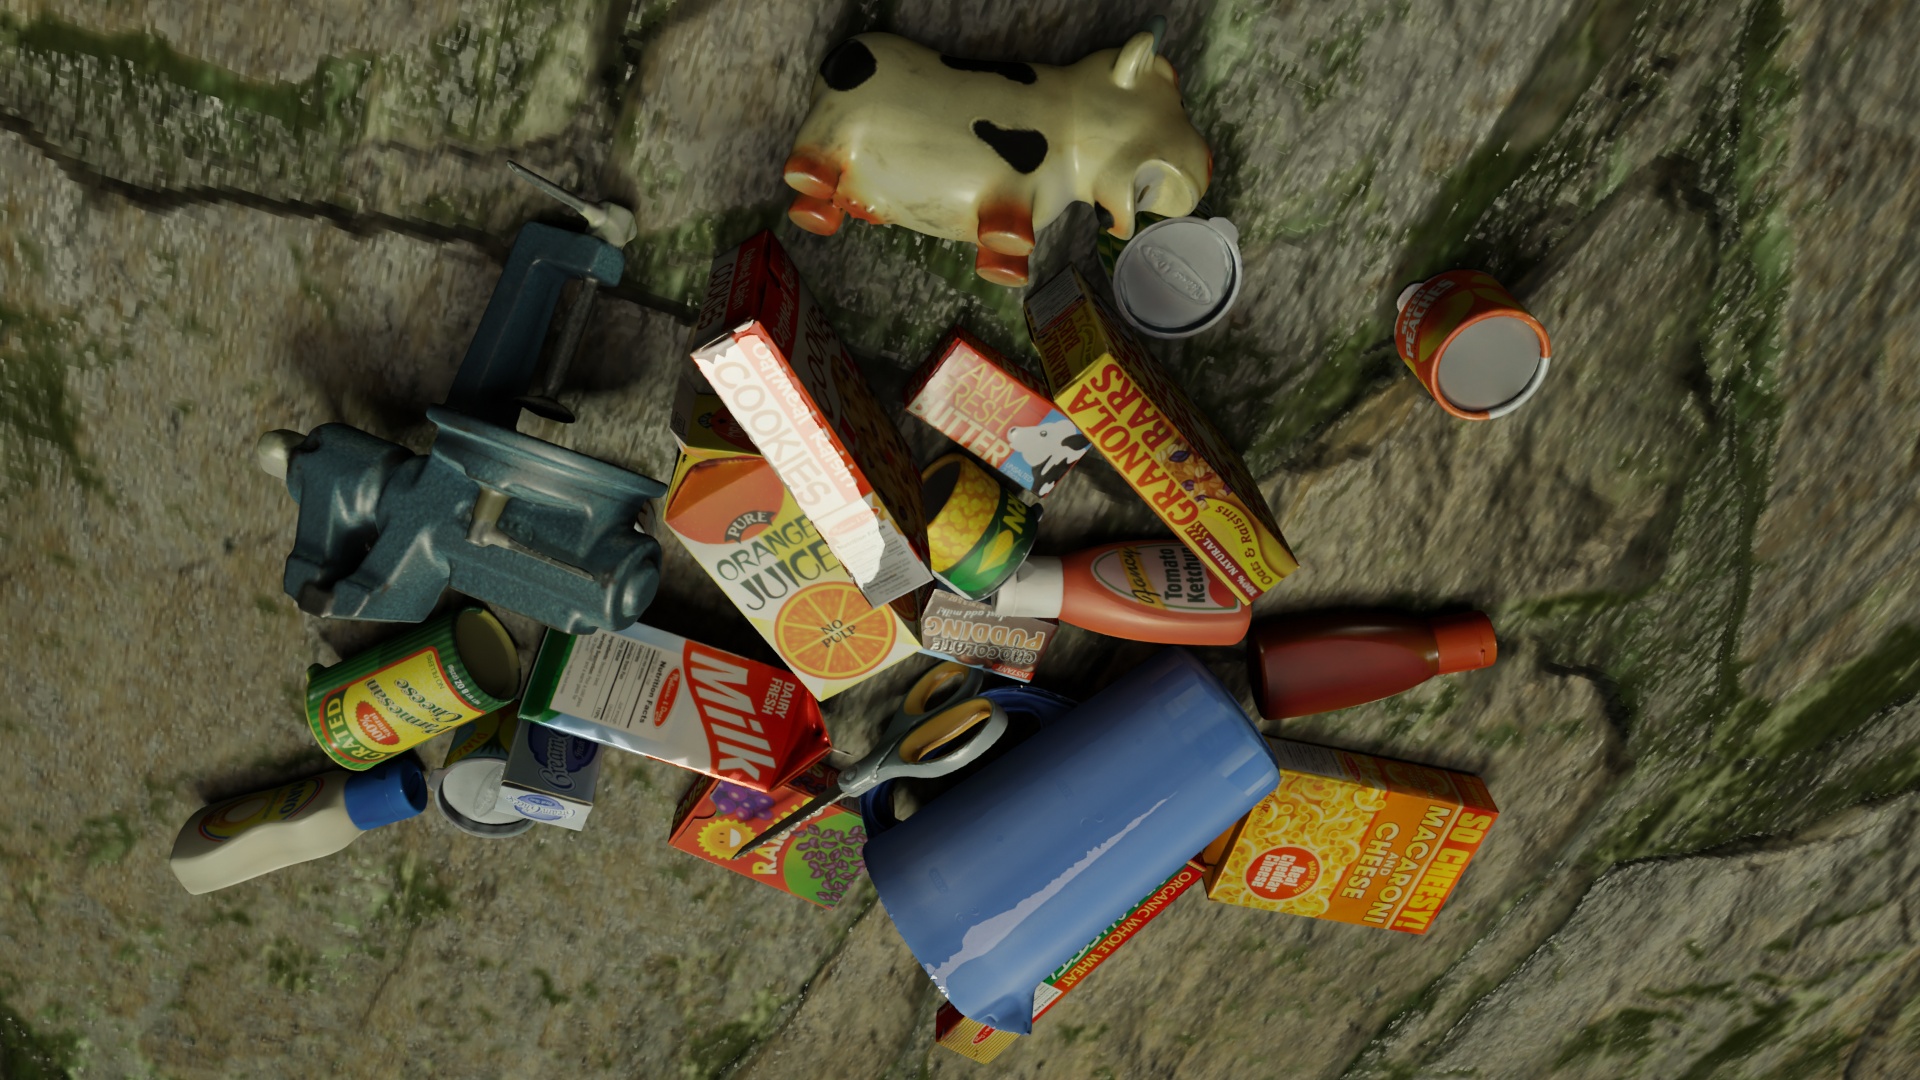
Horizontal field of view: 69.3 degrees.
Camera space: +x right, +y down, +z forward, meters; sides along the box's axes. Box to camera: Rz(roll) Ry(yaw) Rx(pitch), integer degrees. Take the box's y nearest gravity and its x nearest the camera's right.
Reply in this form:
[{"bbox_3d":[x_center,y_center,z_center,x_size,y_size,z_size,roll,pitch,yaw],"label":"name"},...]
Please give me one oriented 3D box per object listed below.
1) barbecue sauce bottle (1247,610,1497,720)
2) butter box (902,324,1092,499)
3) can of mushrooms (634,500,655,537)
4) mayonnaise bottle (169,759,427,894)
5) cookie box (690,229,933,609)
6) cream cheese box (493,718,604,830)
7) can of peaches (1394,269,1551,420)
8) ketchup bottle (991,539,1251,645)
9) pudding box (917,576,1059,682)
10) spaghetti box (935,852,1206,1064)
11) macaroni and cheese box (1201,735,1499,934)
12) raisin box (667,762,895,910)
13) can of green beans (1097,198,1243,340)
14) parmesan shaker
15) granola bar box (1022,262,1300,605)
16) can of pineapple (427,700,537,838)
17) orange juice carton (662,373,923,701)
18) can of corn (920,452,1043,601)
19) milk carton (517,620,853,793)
[{"bbox_3d":[0.259,0.073,0.877,0.149,0.044,0.064,-9,122,0],"label":"barbecue sauce bottle"},{"bbox_3d":[0.023,-0.071,0.780,0.103,0.024,0.053,32,115,-22],"label":"butter box"},{"bbox_3d":[-0.212,-0.003,0.798,0.071,0.033,0.070,-2,123,-3],"label":"can of mushrooms"},{"bbox_3d":[-0.415,0.176,0.879,0.148,0.065,0.041,-17,118,1],"label":"mayonnaise bottle"},{"bbox_3d":[-0.072,-0.065,0.718,0.040,0.123,0.167,-27,120,11],"label":"cookie box"},{"bbox_3d":[-0.242,0.126,0.834,0.053,0.104,0.024,19,117,-16],"label":"cream cheese box"},{"bbox_3d":[0.277,-0.108,0.757,0.071,0.058,0.071,-2,122,-3],"label":"can of peaches"},{"bbox_3d":[0.094,0.029,0.822,0.149,0.065,0.043,2,144,-7],"label":"ketchup bottle"},{"bbox_3d":[0.012,0.051,0.851,0.084,0.030,0.049,18,119,-14],"label":"pudding box"},{"bbox_3d":[0.076,0.294,1.007,0.050,0.029,0.249,32,114,-22],"label":"spaghetti box"},{"bbox_3d":[0.266,0.205,0.961,0.166,0.040,0.123,12,120,-11],"label":"macaroni and cheese box"},{"bbox_3d":[-0.117,0.186,0.919,0.123,0.040,0.085,28,117,-19],"label":"raisin box"},{"bbox_3d":[0.107,-0.146,0.720,0.071,0.058,0.071,-2,122,-3],"label":"can of green beans"},{"bbox_3d":[-0.325,0.084,0.825,0.103,0.071,0.071,-24,120,10],"label":"parmesan shaker"},{"bbox_3d":[0.104,-0.057,0.736,0.039,0.125,0.165,-38,117,17],"label":"granola bar box"},{"bbox_3d":[-0.289,0.141,0.867,0.071,0.058,0.070,-2,122,-3],"label":"can of pineapple"},{"bbox_3d":[-0.102,-0.007,0.782,0.073,0.072,0.192,-29,120,12],"label":"orange juice carton"},{"bbox_3d":[0.003,-0.010,0.792,0.058,0.071,0.071,37,112,-23],"label":"can of corn"},{"bbox_3d":[-0.159,0.098,0.827,0.190,0.072,0.073,20,81,-15],"label":"milk carton"}]
